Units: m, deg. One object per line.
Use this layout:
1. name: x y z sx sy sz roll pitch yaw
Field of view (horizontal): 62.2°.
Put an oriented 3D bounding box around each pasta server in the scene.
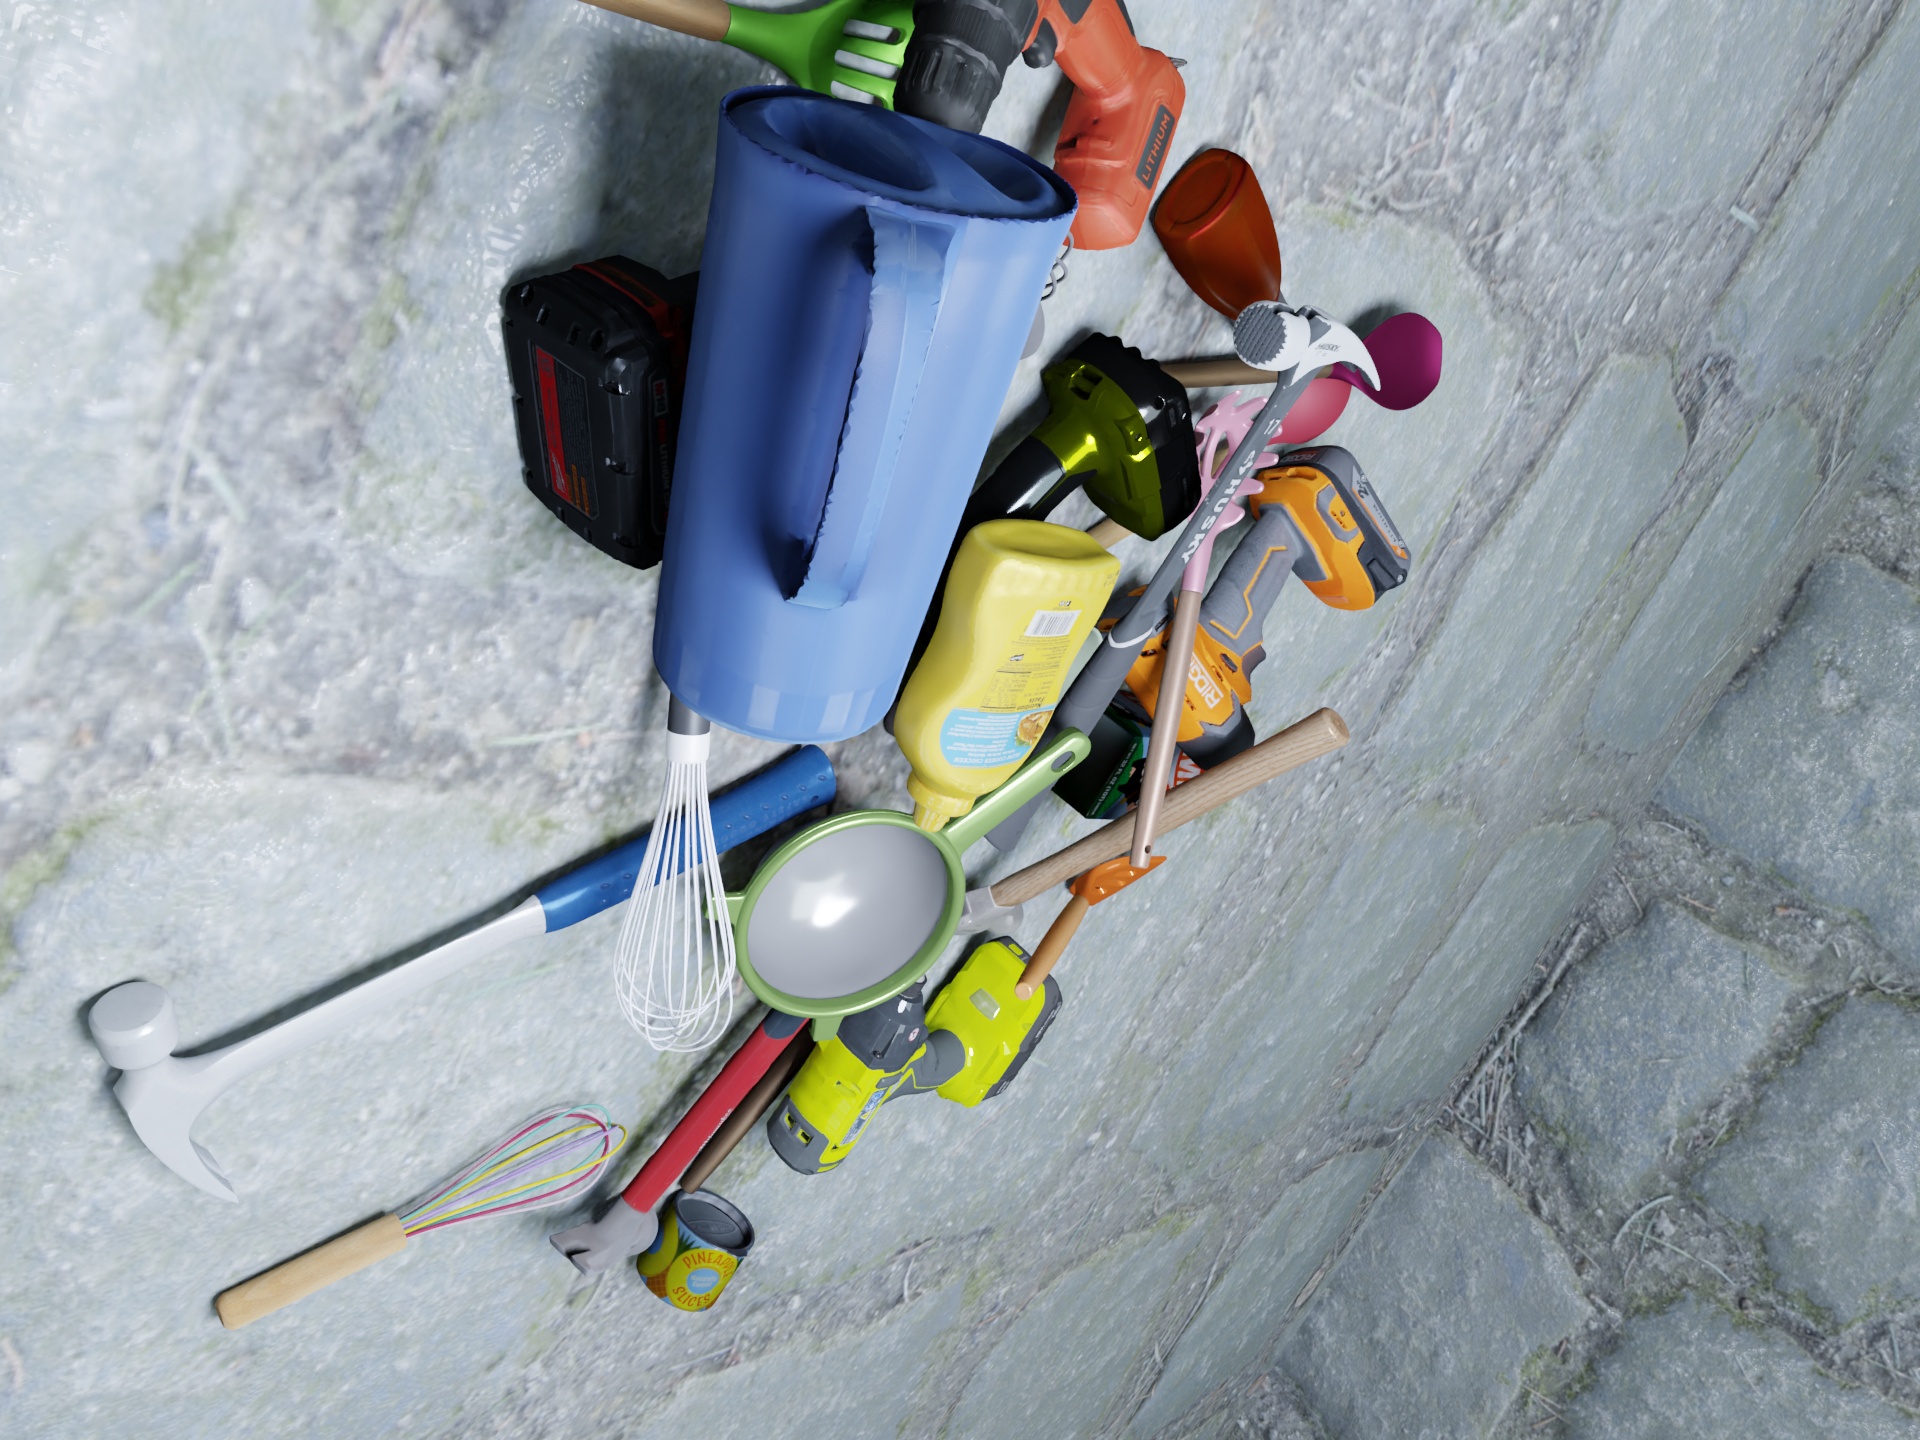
1. pasta server: 0.150 -0.057 1.042 0.060 0.040 0.316 10 92 -28

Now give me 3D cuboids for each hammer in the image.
1. hammer: -0.119 0.198 1.046 0.386 0.038 0.143 -50 170 -7
2. hammer: 0.118 0.076 1.111 0.331 0.031 0.130 -30 160 26
3. hammer: 0.117 -0.072 0.981 0.149 0.036 0.408 -10 139 -51
4. hammer: -0.235 0.112 0.848 0.405 0.035 0.144 -27 140 -34

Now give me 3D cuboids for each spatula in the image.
1. spatula: -0.097 0.212 1.128 0.316 0.018 0.060 -51 -176 3
2. spatula: 0.091 0.154 1.203 0.081 0.041 0.322 -35 -179 20

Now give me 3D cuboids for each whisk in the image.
1. whisk: 0.026 -0.206 0.773 0.055 0.055 0.239 -54 178 3
2. whisk: -0.146 0.043 0.832 0.070 0.070 0.284 -10 111 -47
3. whisk: -0.305 0.287 0.928 0.245 0.047 0.051 -20 137 -36

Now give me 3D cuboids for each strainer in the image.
1. strainer: -0.035 0.074 0.991 0.256 0.069 0.151 -37 129 -5

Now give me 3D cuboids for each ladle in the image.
1. ladle: 0.167 -0.171 1.087 0.315 0.031 0.069 -34 137 -23

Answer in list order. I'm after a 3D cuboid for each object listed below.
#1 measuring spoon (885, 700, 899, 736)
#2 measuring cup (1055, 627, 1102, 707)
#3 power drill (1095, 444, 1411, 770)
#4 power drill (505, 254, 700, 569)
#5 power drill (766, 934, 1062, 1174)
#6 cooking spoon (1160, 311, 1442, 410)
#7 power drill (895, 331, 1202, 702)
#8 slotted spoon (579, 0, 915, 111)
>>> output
1. measuring spoon: -0.002 -0.003 1.045 0.124 0.018 0.034 -4 125 -51
2. measuring cup: 0.023 -0.016 1.044 0.167 0.038 0.083 -33 142 -28
3. power drill: 0.216 -0.071 1.135 0.226 0.084 0.164 -43 112 -18
4. power drill: -0.087 -0.151 0.742 0.227 0.080 0.187 -32 143 -34
5. power drill: -0.025 0.233 1.163 0.223 0.080 0.171 -4 131 -57
6. cooking spoon: 0.229 -0.239 1.075 0.318 0.017 0.068 -13 109 -37
7. power drill: 0.034 -0.102 0.942 0.228 0.080 0.190 -41 146 -12
8. slotted spoon: -0.114 -0.283 0.622 0.313 0.031 0.070 -5 119 -47
